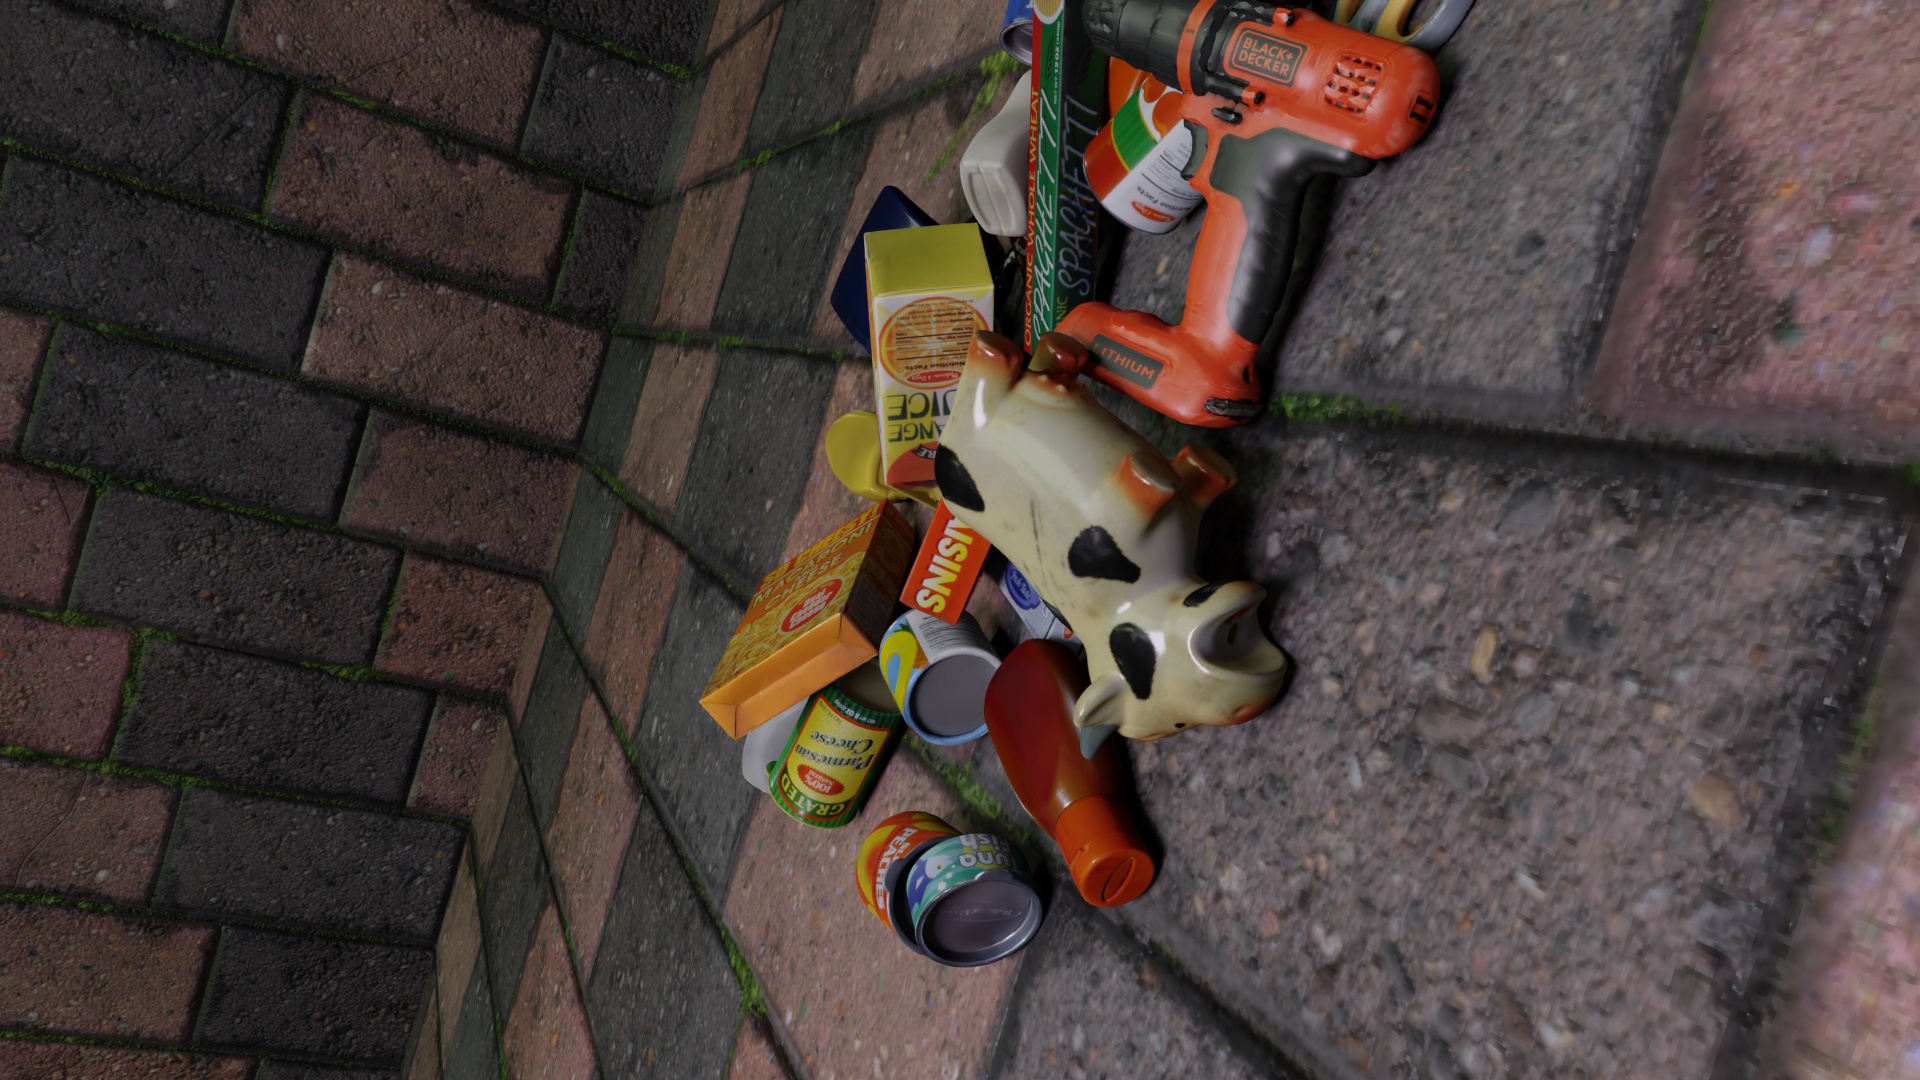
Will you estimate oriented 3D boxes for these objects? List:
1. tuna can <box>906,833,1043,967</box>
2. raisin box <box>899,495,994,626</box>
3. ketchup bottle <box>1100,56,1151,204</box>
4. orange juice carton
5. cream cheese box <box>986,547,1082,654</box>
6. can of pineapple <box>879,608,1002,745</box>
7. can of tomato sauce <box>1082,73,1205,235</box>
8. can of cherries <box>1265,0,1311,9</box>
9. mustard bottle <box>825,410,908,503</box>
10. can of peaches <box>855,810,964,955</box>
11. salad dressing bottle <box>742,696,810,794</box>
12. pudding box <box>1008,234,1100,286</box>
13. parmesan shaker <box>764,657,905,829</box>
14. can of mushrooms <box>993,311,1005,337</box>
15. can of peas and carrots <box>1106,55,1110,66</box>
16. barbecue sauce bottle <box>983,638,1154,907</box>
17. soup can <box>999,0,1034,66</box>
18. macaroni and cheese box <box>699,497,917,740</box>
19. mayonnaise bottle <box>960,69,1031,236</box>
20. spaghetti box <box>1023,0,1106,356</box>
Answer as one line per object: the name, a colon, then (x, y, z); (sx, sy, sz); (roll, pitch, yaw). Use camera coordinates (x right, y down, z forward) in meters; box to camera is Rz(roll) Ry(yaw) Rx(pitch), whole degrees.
tuna can: (0.007, 0.182, 0.712); (0.070, 0.071, 0.033); (-63, 26, 25)
raisin box: (0.003, -0.010, 0.825); (0.124, 0.040, 0.086); (-69, 2, -75)
ketchup bottle: (0.106, -0.253, 0.780); (0.043, 0.065, 0.148); (62, 148, 20)
orange juice carton: (-0.019, -0.101, 0.894); (0.072, 0.073, 0.191); (-101, 7, -45)
cream cheese box: (0.048, 0.017, 0.780); (0.053, 0.024, 0.104); (-66, 25, 17)
can of pineapple: (-0.010, 0.080, 0.817); (0.070, 0.071, 0.058); (-67, 25, 17)
can of tomato sauce: (0.114, -0.212, 0.725); (0.082, 0.071, 0.071); (-41, 40, 51)
can of cherries: (0.164, -0.301, 0.677); (0.058, 0.071, 0.072); (-46, 36, 50)
mustard bottle: (-0.072, -0.071, 1.073); (0.160, 0.049, 0.065); (34, 106, 66)
can of peaches: (-0.021, 0.187, 0.767); (0.058, 0.071, 0.071); (9, 84, 68)
salad dressing bottle: (-0.111, 0.117, 1.032); (0.044, 0.064, 0.147); (25, 90, 53)
pudding box: (0.058, -0.197, 0.886); (0.049, 0.030, 0.084); (-57, 29, 33)
parmesan shaker: (-0.083, 0.133, 0.938); (0.102, 0.071, 0.071); (-63, 26, 25)
can of mushrooms: (-0.006, -0.141, 0.942); (0.070, 0.071, 0.033); (-62, 25, 26)
can of peas and carrots: (0.096, -0.302, 0.823); (0.058, 0.071, 0.071); (-52, 32, 40)
barbecue sauce bottle: (0.053, 0.114, 0.684); (0.064, 0.044, 0.149); (-64, 26, 23)
soup can: (0.068, -0.366, 0.923); (0.071, 0.071, 0.084); (-2, 73, 66)
macaroni and cheese box: (-0.099, 0.050, 0.944); (0.123, 0.040, 0.167); (-32, 18, 21)
mayonnaise bottle: (0.052, -0.258, 0.860); (0.041, 0.064, 0.149); (13, 58, 31)
spaghetti box: (0.060, -0.221, 0.790); (0.050, 0.029, 0.249); (-129, 36, -63)
